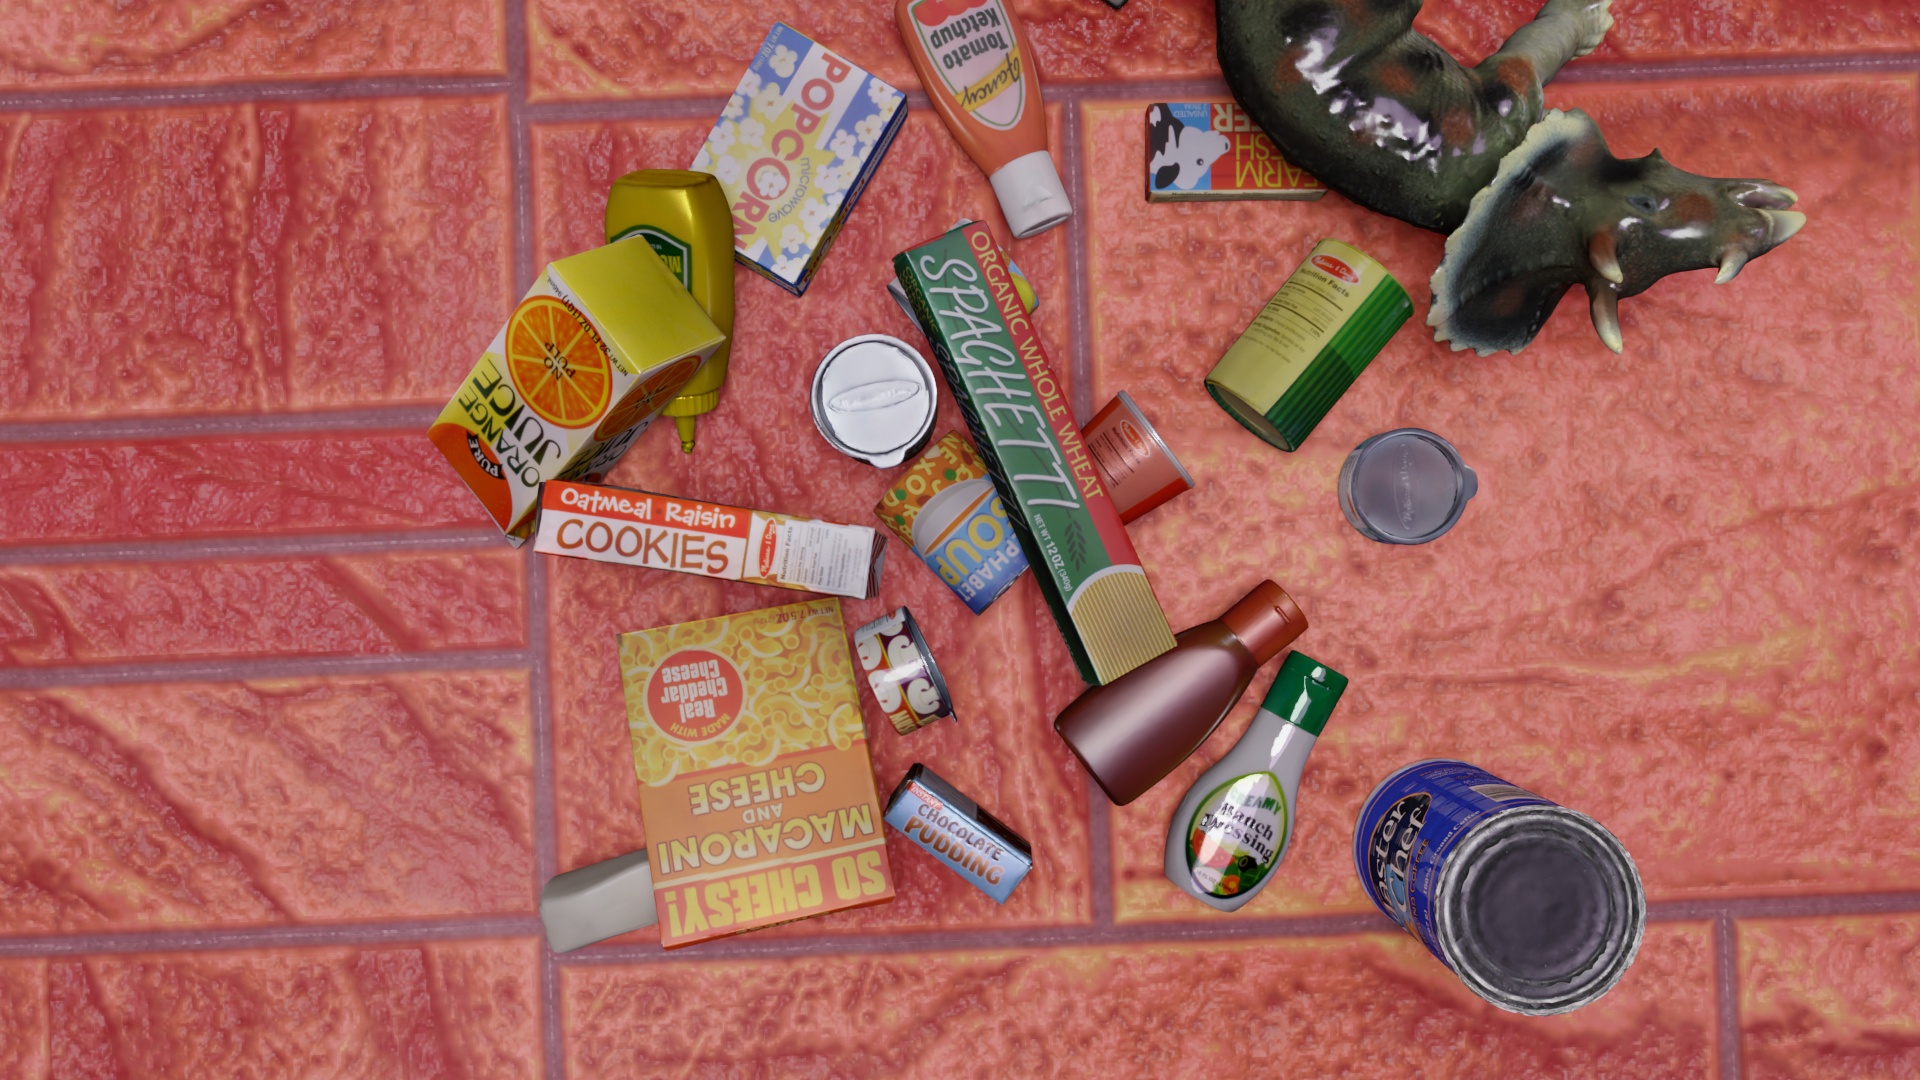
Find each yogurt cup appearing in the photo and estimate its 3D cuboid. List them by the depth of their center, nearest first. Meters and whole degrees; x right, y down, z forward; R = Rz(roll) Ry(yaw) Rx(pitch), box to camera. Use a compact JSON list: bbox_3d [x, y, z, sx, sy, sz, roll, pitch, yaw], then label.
[{"bbox_3d":[0.090,-0.042,0.774,0.054,0.072,0.072,-37,90,8],"label":"yogurt cup"}]

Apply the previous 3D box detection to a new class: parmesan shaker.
[{"bbox_3d":[0.191,-0.109,0.776,0.071,0.071,0.103,40,91,0],"label":"parmesan shaker"}]

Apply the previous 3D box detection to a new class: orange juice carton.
[{"bbox_3d":[-0.217,-0.071,0.744,0.072,0.073,0.192,51,126,0],"label":"orange juice carton"}]

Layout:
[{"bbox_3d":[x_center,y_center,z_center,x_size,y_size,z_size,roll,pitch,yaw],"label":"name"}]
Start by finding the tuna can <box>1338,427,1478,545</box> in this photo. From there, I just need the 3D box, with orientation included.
[{"bbox_3d":[0.253,-0.030,0.789,0.071,0.033,0.071,0,90,0],"label":"tuna can"}]

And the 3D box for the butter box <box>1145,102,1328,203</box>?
[{"bbox_3d":[0.158,-0.222,0.795,0.103,0.024,0.053,-1,90,0],"label":"butter box"}]

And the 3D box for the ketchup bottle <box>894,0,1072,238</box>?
[{"bbox_3d":[0.018,-0.246,0.785,0.065,0.043,0.148,-23,90,-1],"label":"ketchup bottle"}]

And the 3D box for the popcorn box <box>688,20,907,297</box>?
[{"bbox_3d":[-0.097,-0.215,0.786,0.085,0.038,0.126,30,90,0],"label":"popcorn box"}]

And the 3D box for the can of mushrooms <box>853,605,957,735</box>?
[{"bbox_3d":[-0.030,0.075,0.770,0.033,0.071,0.071,-25,90,0],"label":"can of mushrooms"}]

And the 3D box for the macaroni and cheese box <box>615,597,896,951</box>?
[{"bbox_3d":[-0.111,0.123,0.748,0.124,0.040,0.167,-9,70,-11],"label":"macaroni and cheese box"}]

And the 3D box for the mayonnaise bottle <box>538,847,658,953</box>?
[{"bbox_3d":[-0.154,0.187,0.773,0.148,0.065,0.041,-16,91,-4],"label":"mayonnaise bottle"}]

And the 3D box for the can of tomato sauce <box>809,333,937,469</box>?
[{"bbox_3d":[-0.044,-0.073,0.763,0.071,0.083,0.071,0,90,0],"label":"can of tomato sauce"}]

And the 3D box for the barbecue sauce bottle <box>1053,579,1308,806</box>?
[{"bbox_3d":[0.128,0.081,0.783,0.148,0.043,0.065,-38,90,-1],"label":"barbecue sauce bottle"}]

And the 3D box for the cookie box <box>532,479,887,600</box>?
[{"bbox_3d":[-0.127,0.000,0.742,0.167,0.123,0.040,9,89,0],"label":"cookie box"}]

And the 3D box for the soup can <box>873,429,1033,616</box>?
[{"bbox_3d":[0.003,-0.010,0.769,0.084,0.071,0.071,44,90,0],"label":"soup can"}]

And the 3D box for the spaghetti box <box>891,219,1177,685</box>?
[{"bbox_3d":[0.039,-0.045,0.726,0.050,0.028,0.249,-26,95,-17],"label":"spaghetti box"}]

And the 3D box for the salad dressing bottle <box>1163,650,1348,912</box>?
[{"bbox_3d":[0.168,0.134,0.782,0.064,0.044,0.147,28,89,1],"label":"salad dressing bottle"}]

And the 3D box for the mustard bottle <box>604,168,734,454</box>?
[{"bbox_3d":[-0.156,-0.120,0.765,0.065,0.049,0.159,7,115,18],"label":"mustard bottle"}]

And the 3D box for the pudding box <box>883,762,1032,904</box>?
[{"bbox_3d":[-0.001,0.163,0.778,0.084,0.049,0.030,36,91,0],"label":"pudding box"}]

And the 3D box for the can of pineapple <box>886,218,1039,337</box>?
[{"bbox_3d":[0.002,-0.135,0.774,0.058,0.071,0.071,-42,90,0],"label":"can of pineapple"}]
